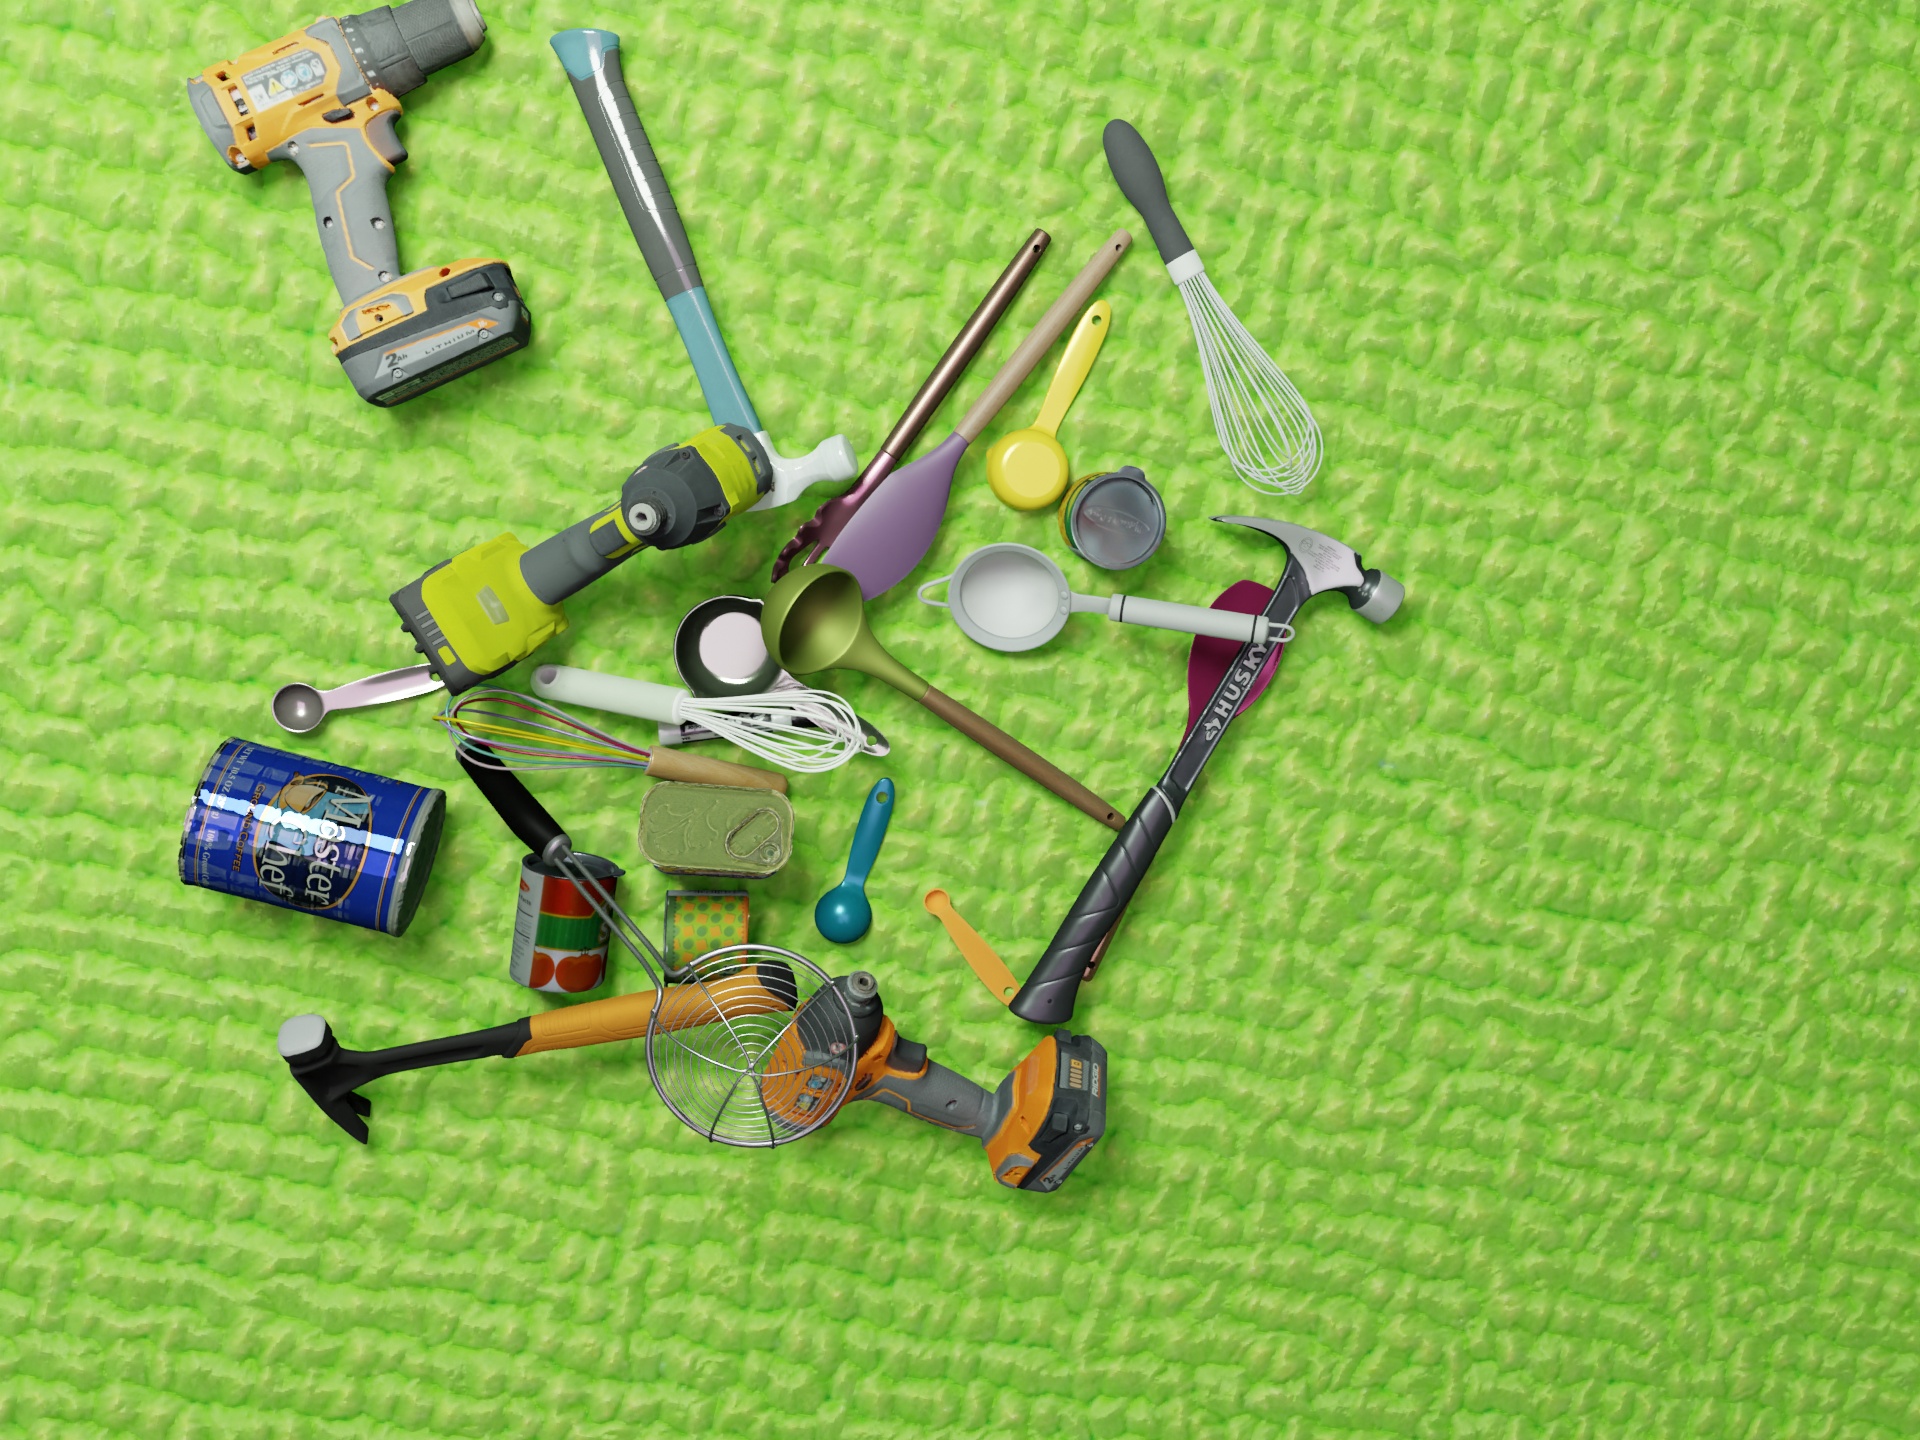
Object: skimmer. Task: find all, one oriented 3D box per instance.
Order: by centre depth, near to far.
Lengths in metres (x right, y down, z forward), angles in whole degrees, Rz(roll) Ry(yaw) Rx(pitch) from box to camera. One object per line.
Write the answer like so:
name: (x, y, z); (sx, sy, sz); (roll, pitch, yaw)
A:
skimmer: (-0.211, 0.126, 1.029); (0.364, 0.090, 0.127); (40, 95, 33)

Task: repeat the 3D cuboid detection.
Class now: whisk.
whisk: (-0.179, -0.007, 1.065); (0.246, 0.059, 0.058); (11, 67, 17)
whisk: (-0.235, 0.021, 1.086); (0.244, 0.047, 0.051); (13, 53, -24)
whisk: (0.169, -0.282, 1.094); (0.070, 0.070, 0.284); (-29, 97, -1)

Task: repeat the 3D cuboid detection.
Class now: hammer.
hammer: (-0.186, -0.294, 1.048); (0.128, 0.033, 0.331); (-20, 98, 13)
hammer: (-0.277, 0.217, 1.089); (0.337, 0.034, 0.127); (-11, 138, -1)
hammer: (0.152, 0.041, 1.136); (0.149, 0.036, 0.409); (30, 93, -13)

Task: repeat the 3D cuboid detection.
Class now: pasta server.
pasta server: (-0.031, -0.203, 1.091); (0.060, 0.040, 0.316); (34, 93, -26)

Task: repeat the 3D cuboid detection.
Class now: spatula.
spatula: (0.018, -0.211, 1.089); (0.059, 0.018, 0.316); (40, 86, -30)

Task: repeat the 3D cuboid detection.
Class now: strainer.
strainer: (0.101, -0.079, 1.098); (0.258, 0.050, 0.086); (10, 126, 11)

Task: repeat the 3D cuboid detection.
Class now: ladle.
ladle: (-0.002, -0.004, 1.097); (0.320, 0.062, 0.078); (34, 89, -22)

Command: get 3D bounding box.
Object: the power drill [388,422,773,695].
power drill: (-0.236, -0.105, 0.995); (0.223, 0.171, 0.080); (-27, 102, 17)

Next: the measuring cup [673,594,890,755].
measuring cup: (-0.120, -0.026, 1.103); (0.167, 0.038, 0.083); (33, 98, -6)

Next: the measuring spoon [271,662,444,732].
measuring spoon: (-0.407, -0.020, 1.091); (0.124, 0.018, 0.034); (-14, 101, -11)

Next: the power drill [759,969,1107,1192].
power drill: (-0.015, 0.247, 1.117); (0.226, 0.084, 0.164); (17, 135, -10)

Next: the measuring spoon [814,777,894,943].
measuring spoon: (-0.071, 0.103, 1.145); (0.042, 0.021, 0.128); (17, 99, -10)

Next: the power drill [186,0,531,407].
power drill: (-0.353, -0.337, 1.010); (0.185, 0.084, 0.226); (-26, 97, -3)

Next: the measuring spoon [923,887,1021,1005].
measuring spoon: (0.010, 0.168, 1.175); (0.021, 0.011, 0.116); (-37, 105, 0)

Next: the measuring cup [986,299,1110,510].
measuring cup: (0.069, -0.219, 1.103); (0.062, 0.029, 0.156); (24, 98, -10)

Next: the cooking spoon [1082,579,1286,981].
cooking spoon: (0.155, 0.047, 1.166); (0.068, 0.017, 0.319); (23, 96, -14)
